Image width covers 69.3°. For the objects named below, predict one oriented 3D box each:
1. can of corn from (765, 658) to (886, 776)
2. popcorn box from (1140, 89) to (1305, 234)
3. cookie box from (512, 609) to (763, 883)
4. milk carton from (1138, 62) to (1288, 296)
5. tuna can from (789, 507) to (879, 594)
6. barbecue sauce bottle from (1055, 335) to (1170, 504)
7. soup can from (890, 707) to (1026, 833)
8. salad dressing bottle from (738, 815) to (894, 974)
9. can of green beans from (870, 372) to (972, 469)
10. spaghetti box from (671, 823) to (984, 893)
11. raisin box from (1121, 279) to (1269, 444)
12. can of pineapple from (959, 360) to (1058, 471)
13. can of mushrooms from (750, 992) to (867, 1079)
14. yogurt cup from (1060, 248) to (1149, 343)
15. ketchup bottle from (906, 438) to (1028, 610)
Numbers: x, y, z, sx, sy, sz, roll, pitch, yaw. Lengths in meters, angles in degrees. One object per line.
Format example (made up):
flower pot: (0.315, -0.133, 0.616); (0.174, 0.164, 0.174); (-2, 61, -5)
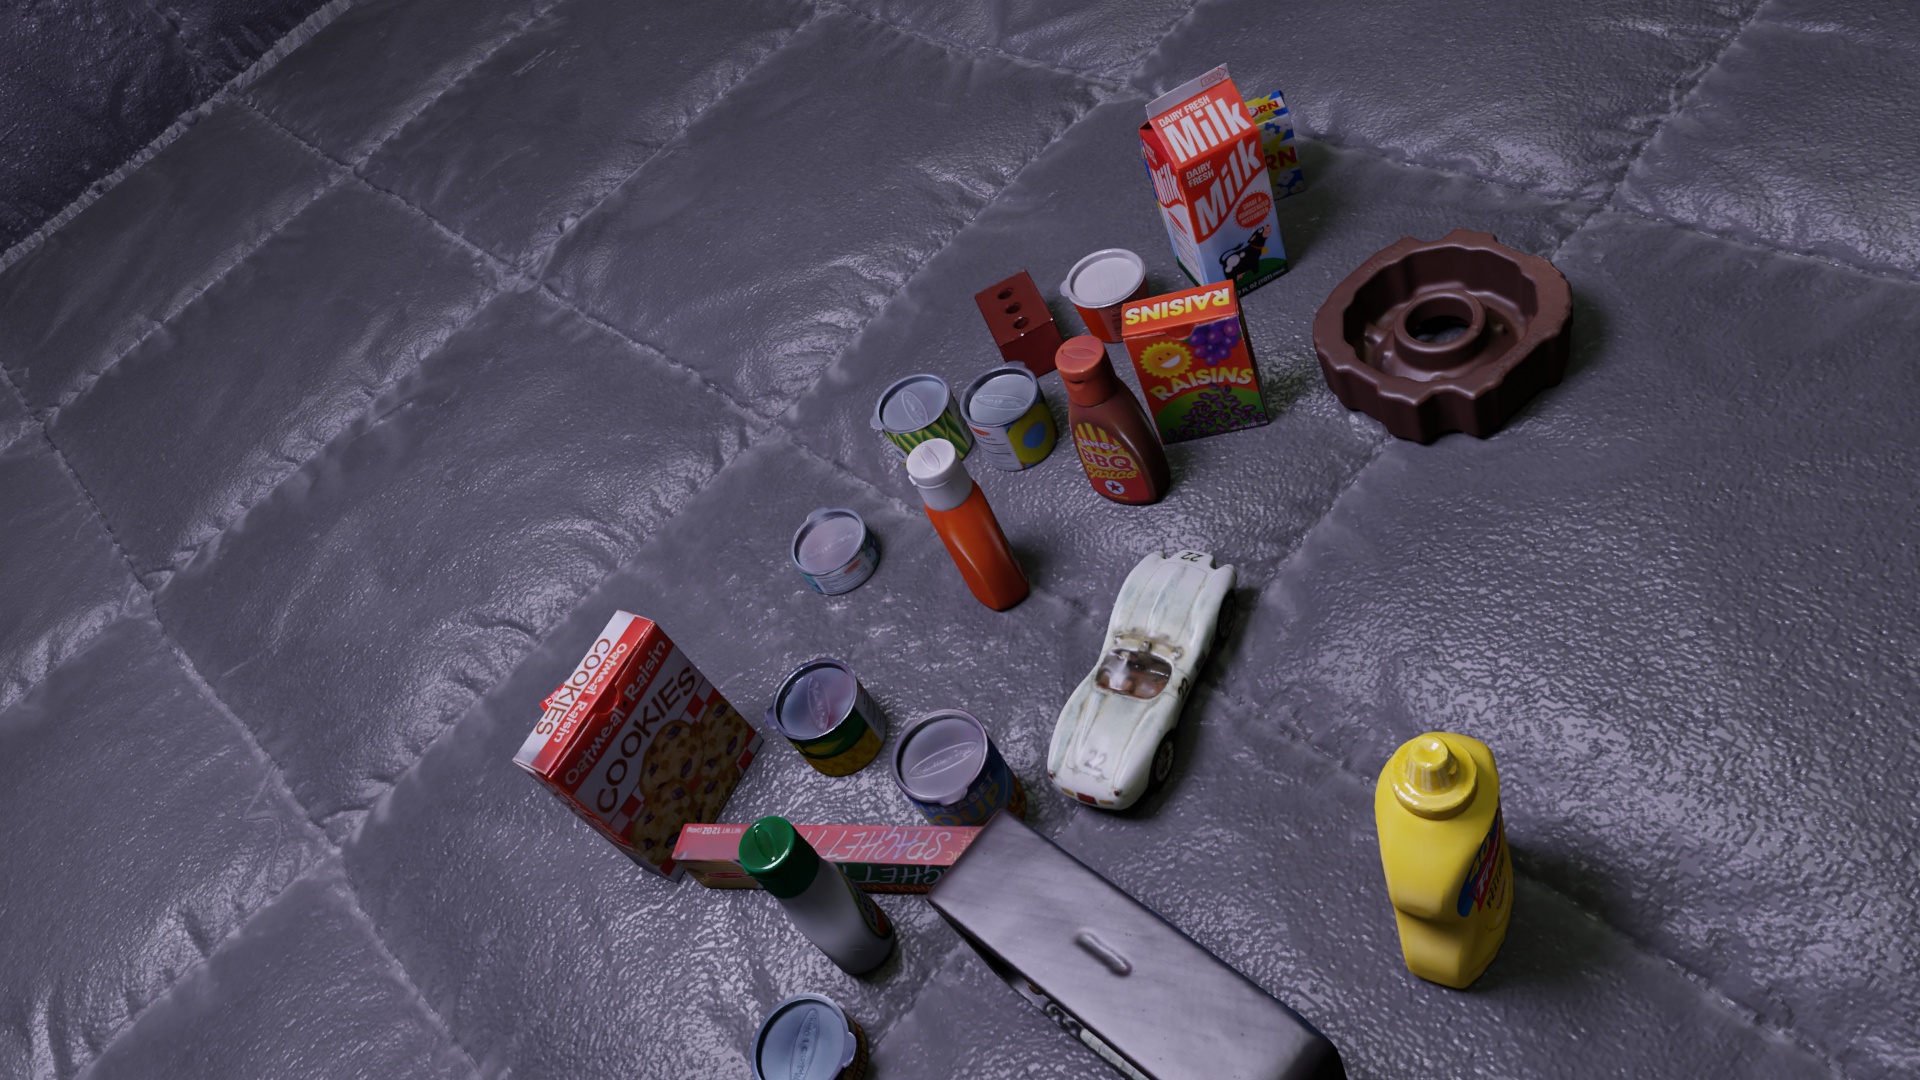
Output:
can of corn: (-0.096, 0.129, 0.997); (0.071, 0.058, 0.071); (-13, 49, 15)
popcorn box: (0.227, -0.325, 1.202); (0.126, 0.085, 0.038); (-17, 48, 11)
cookie box: (-0.217, 0.145, 0.964); (0.040, 0.166, 0.123); (12, 60, 32)
milk carton: (0.200, -0.286, 1.111); (0.072, 0.189, 0.074); (-28, 47, 1)
tuna can: (-0.101, 0.007, 1.116); (0.071, 0.032, 0.071); (-13, 49, 15)
barbecue sauce bottle: (0.108, -0.087, 1.019); (0.065, 0.148, 0.044); (13, 60, 33)
soup can: (0.001, 0.161, 0.909); (0.071, 0.083, 0.072); (-13, 49, 15)
salad dressing bottle: (-0.089, 0.219, 0.859); (0.044, 0.147, 0.064); (-34, 47, -4)
can of green beans: (-0.030, -0.096, 1.151); (0.071, 0.057, 0.071); (-13, 49, 15)
spaghetti box: (-0.071, 0.212, 0.923); (0.250, 0.050, 0.029); (-4, 52, 22)
raisin box: (0.177, -0.131, 1.040); (0.086, 0.123, 0.040); (-10, 50, 18)
can of pineapple: (0.041, -0.100, 1.121); (0.071, 0.057, 0.071); (-13, 49, 15)
can of mushrooms: (-0.091, 0.318, 0.857); (0.071, 0.033, 0.071); (-13, 49, 15)
yogurt cup: (0.128, -0.204, 1.170); (0.072, 0.053, 0.073); (-13, 49, 15)
ketchup bottle: (0.004, -0.013, 1.005); (0.043, 0.148, 0.065); (-33, 47, -3)
